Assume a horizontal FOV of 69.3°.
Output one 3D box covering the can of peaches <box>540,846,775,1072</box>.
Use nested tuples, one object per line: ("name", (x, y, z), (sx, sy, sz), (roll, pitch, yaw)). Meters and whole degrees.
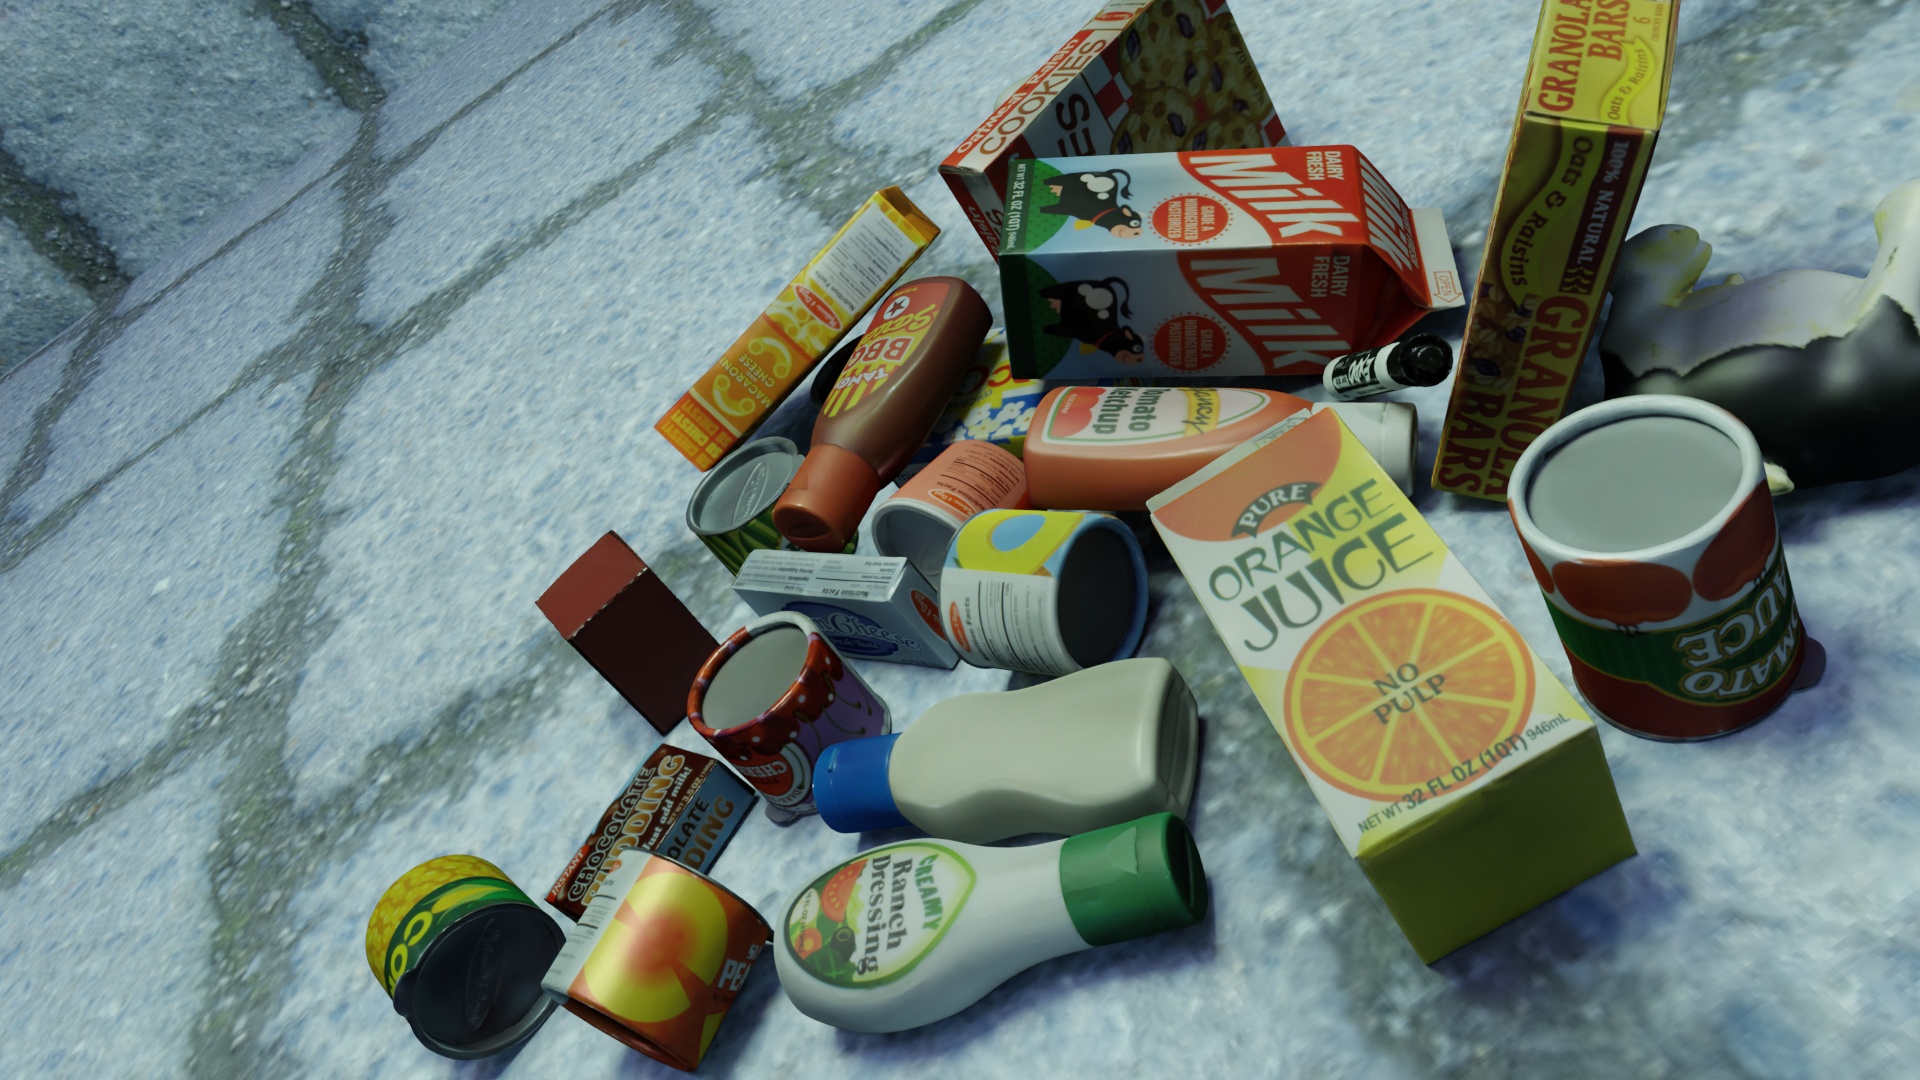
("can of peaches", (-0.111, 0.158, 0.520), (0.071, 0.071, 0.058), (1, 50, 40))

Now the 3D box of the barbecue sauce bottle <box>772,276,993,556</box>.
("barbecue sauce bottle", (-0.039, -0.059, 0.653), (0.065, 0.043, 0.149), (-8, 44, 43))

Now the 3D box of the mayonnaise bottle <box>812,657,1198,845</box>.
("mayonnaise bottle", (0.014, 0.084, 0.519), (0.148, 0.041, 0.065), (-14, 41, 30))

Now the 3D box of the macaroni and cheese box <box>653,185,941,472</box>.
("macaroni and cheese box", (-0.083, -0.117, 0.750), (0.166, 0.040, 0.124), (-44, 9, 12))

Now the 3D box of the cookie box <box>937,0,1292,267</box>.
("cookie box", (0.083, -0.192, 0.701), (0.168, 0.122, 0.040), (-47, 36, -14))

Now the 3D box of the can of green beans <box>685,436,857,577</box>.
("can of green beans", (-0.094, -0.009, 0.697), (0.071, 0.057, 0.071), (-23, 38, 19))

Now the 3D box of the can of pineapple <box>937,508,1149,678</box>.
("can of pineapple", (0.035, 0.020, 0.552), (0.058, 0.070, 0.071), (3, 51, 42))

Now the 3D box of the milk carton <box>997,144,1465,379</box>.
("milk carton", (0.116, -0.121, 0.606), (0.190, 0.073, 0.073), (-1, 49, 8))

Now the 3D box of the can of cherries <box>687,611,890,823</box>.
("can of cherries", (-0.073, 0.074, 0.586), (0.071, 0.058, 0.072), (-22, 37, 19))

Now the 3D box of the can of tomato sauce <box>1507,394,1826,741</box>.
("can of tomato sauce", (0.206, 0.009, 0.407), (0.071, 0.083, 0.071), (-23, 37, 19))

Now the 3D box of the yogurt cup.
("yogurt cup", (0.002, -0.008, 0.614), (0.072, 0.072, 0.054), (4, 44, 42))

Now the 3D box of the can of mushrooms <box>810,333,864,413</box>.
("can of mushrooms", (-0.046, -0.085, 0.765), (0.071, 0.033, 0.071), (-23, 37, 19))

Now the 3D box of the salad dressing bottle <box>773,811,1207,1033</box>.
("salad dressing bottle", (0.009, 0.127, 0.472), (0.147, 0.044, 0.064), (-20, 40, 22))

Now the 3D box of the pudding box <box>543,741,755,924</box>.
("pudding box", (-0.133, 0.131, 0.596), (0.049, 0.030, 0.084), (6, 53, 44))

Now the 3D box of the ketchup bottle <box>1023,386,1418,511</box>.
("ketchup bottle", (0.103, -0.036, 0.554), (0.149, 0.043, 0.065), (2, 33, 22))

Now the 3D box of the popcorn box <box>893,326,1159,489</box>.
("popcorn box", (0.028, -0.067, 0.678), (0.126, 0.038, 0.085), (-4, 46, 38))

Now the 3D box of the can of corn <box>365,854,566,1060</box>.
("can of corn", (-0.209, 0.172, 0.578), (0.058, 0.071, 0.071), (16, 60, 49))

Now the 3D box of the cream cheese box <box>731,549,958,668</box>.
("cream cheese box", (-0.050, 0.030, 0.622), (0.104, 0.053, 0.024), (2, 52, 41))

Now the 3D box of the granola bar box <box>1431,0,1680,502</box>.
("granola bar box", (0.203, -0.111, 0.477), (0.039, 0.164, 0.125), (13, 55, 17))

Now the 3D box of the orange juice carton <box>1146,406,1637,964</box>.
("orange juice carton", (0.124, 0.027, 0.450), (0.072, 0.072, 0.193), (-31, 41, 8))
